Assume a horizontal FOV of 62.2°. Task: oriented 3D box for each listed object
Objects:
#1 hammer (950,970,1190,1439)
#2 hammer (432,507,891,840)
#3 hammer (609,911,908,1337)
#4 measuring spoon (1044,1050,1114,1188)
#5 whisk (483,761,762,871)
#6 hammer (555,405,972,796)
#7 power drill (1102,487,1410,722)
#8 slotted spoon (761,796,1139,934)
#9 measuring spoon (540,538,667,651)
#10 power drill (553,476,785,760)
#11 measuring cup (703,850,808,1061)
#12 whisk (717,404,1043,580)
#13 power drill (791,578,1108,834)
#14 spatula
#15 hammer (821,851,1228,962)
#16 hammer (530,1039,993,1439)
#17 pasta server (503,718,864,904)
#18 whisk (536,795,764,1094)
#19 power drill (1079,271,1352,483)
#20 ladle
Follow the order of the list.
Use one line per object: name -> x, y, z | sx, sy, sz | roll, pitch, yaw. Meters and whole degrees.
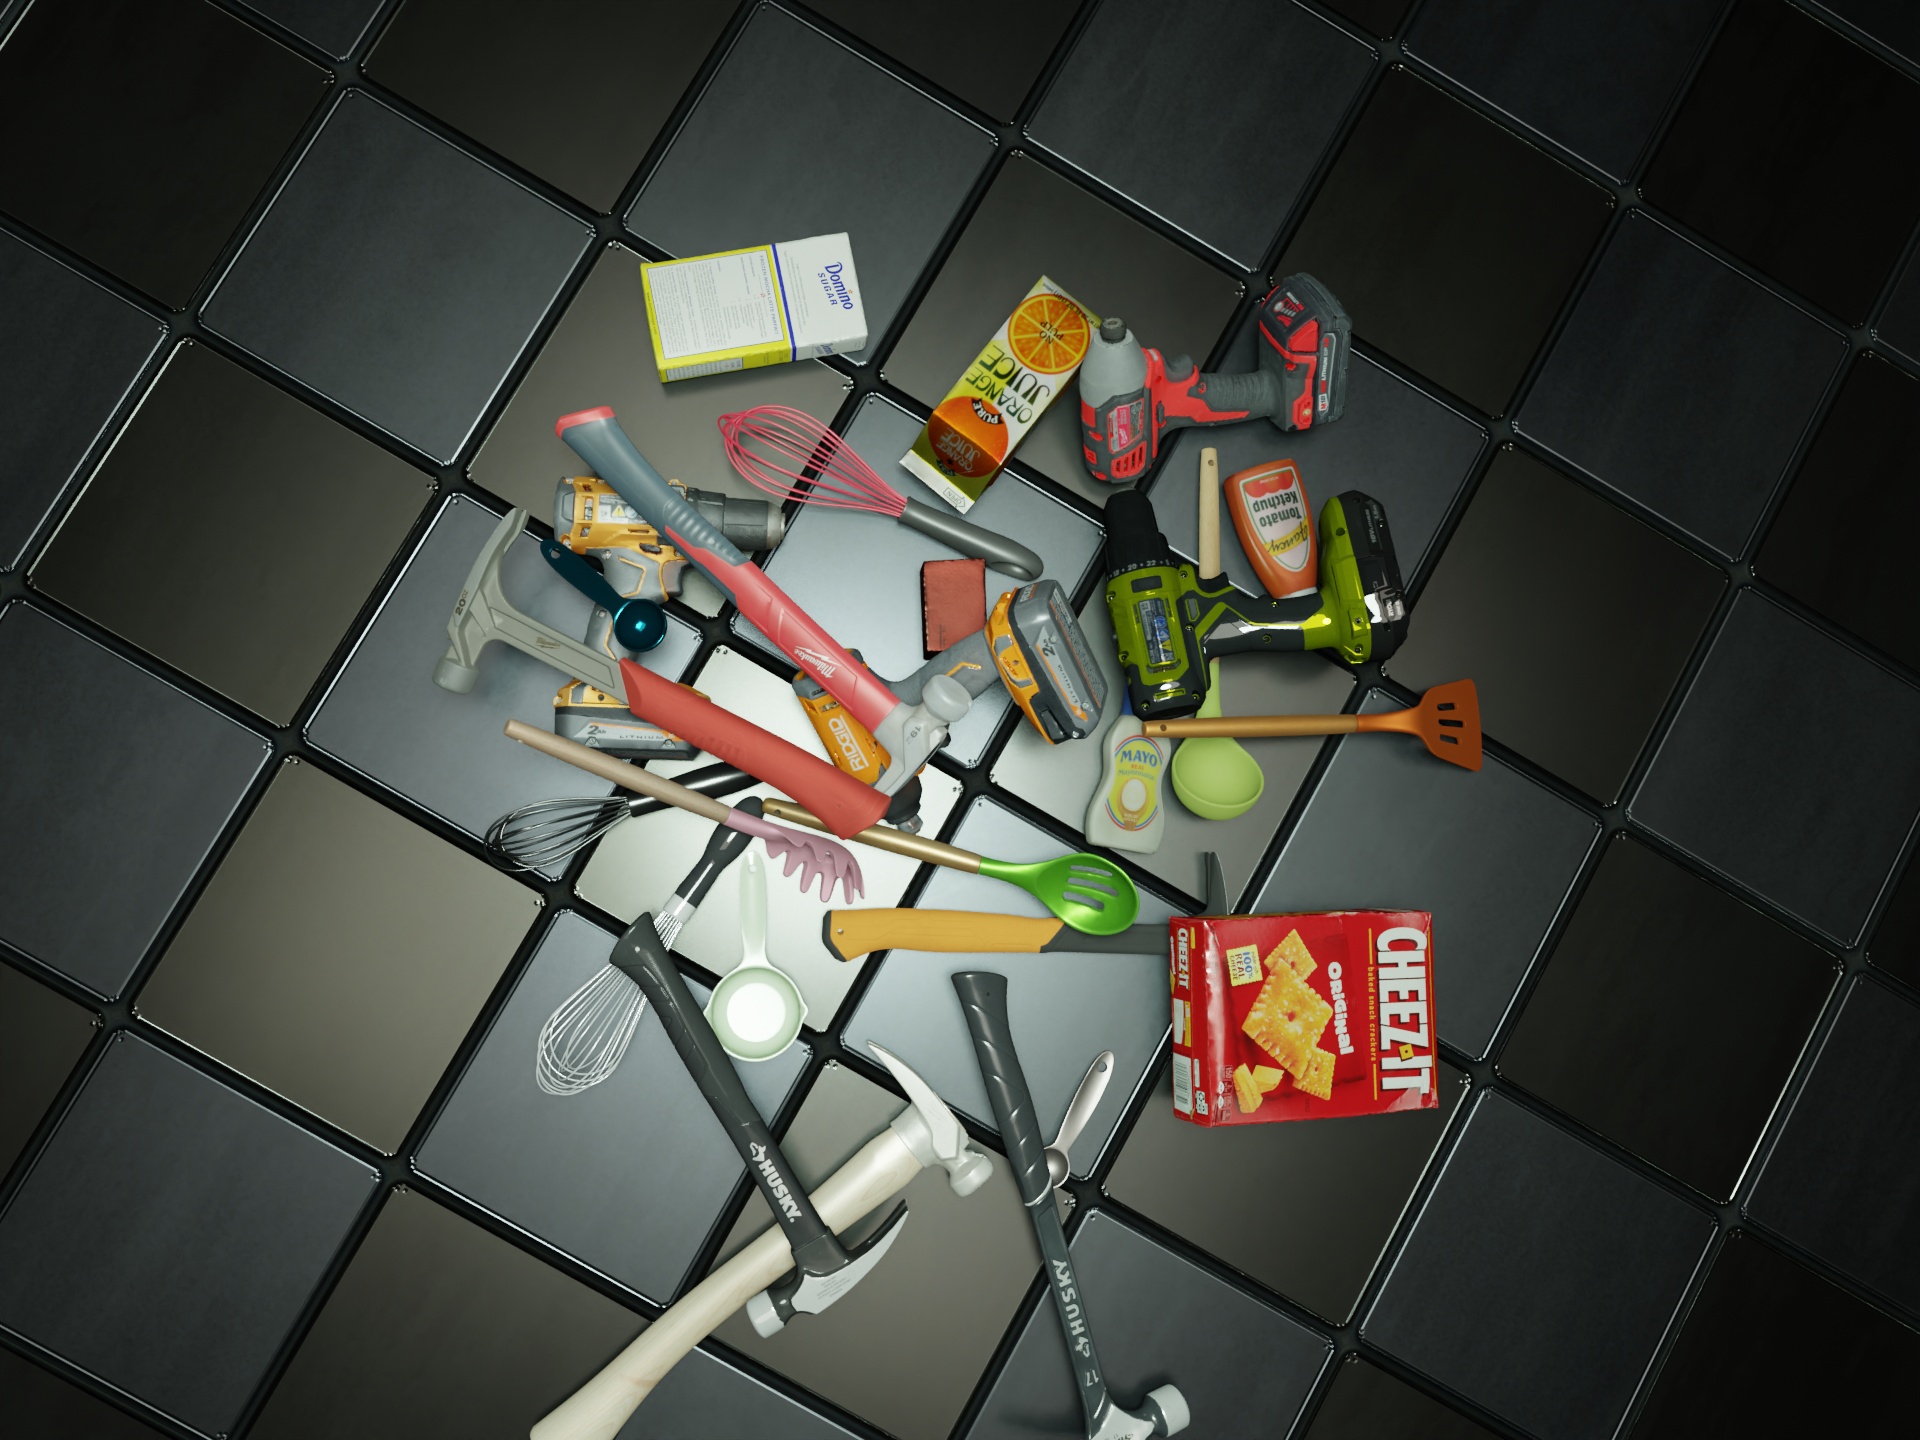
hammer -> 0.062, 0.395, 1.268 | 0.149, 0.036, 0.409 | -16, 89, -24
hammer -> -0.213, -0.018, 1.196 | 0.359, 0.037, 0.149 | 27, 96, 3
hammer -> -0.170, 0.299, 1.234 | 0.146, 0.035, 0.335 | -30, 92, -6
measuring spoon -> 0.093, 0.328, 1.316 | 0.034, 0.018, 0.124 | 33, 77, -10
whisk -> -0.265, 0.071, 1.284 | 0.239, 0.055, 0.055 | -16, 87, -11
hammer -> -0.174, -0.092, 1.226 | 0.386, 0.038, 0.143 | 43, 113, 5
power drill -> 0.230, -0.111, 1.289 | 0.228, 0.080, 0.191 | -11, 78, 3
slotted spoon -> -0.008, 0.108, 1.282 | 0.314, 0.031, 0.070 | 15, 114, 3
measuring spoon -> -0.277, -0.099, 1.237 | 0.129, 0.021, 0.042 | 40, 87, 12
power drill -> -0.237, -0.084, 1.283 | 0.185, 0.084, 0.226 | 2, 81, -7
measuring cup -> -0.167, 0.191, 1.290 | 0.083, 0.038, 0.168 | -2, 78, -6
whisk -> -0.065, -0.183, 1.316 | 0.295, 0.073, 0.073 | 24, 84, -8
power drill -> -0.002, -0.004, 1.262 | 0.226, 0.084, 0.164 | -20, 108, 19
spatula -> 0.300, 0.005, 1.317 | 0.322, 0.041, 0.081 | -1, 83, -15
hammer -> 0.055, 0.168, 1.311 | 0.337, 0.034, 0.127 | 2, 86, -5
hammer -> -0.175, 0.434, 1.269 | 0.410, 0.038, 0.146 | -39, 89, -7
pasta server -> -0.207, 0.071, 1.234 | 0.316, 0.060, 0.040 | 26, 60, -27
whisk -> -0.245, 0.177, 1.273 | 0.070, 0.070, 0.284 | 35, 79, -2
power drill -> 0.203, -0.286, 1.309 | 0.219, 0.143, 0.079 | -16, 45, -7
ladle -> 0.214, -0.076, 1.335 | 0.078, 0.062, 0.320 | 2, 83, -10
